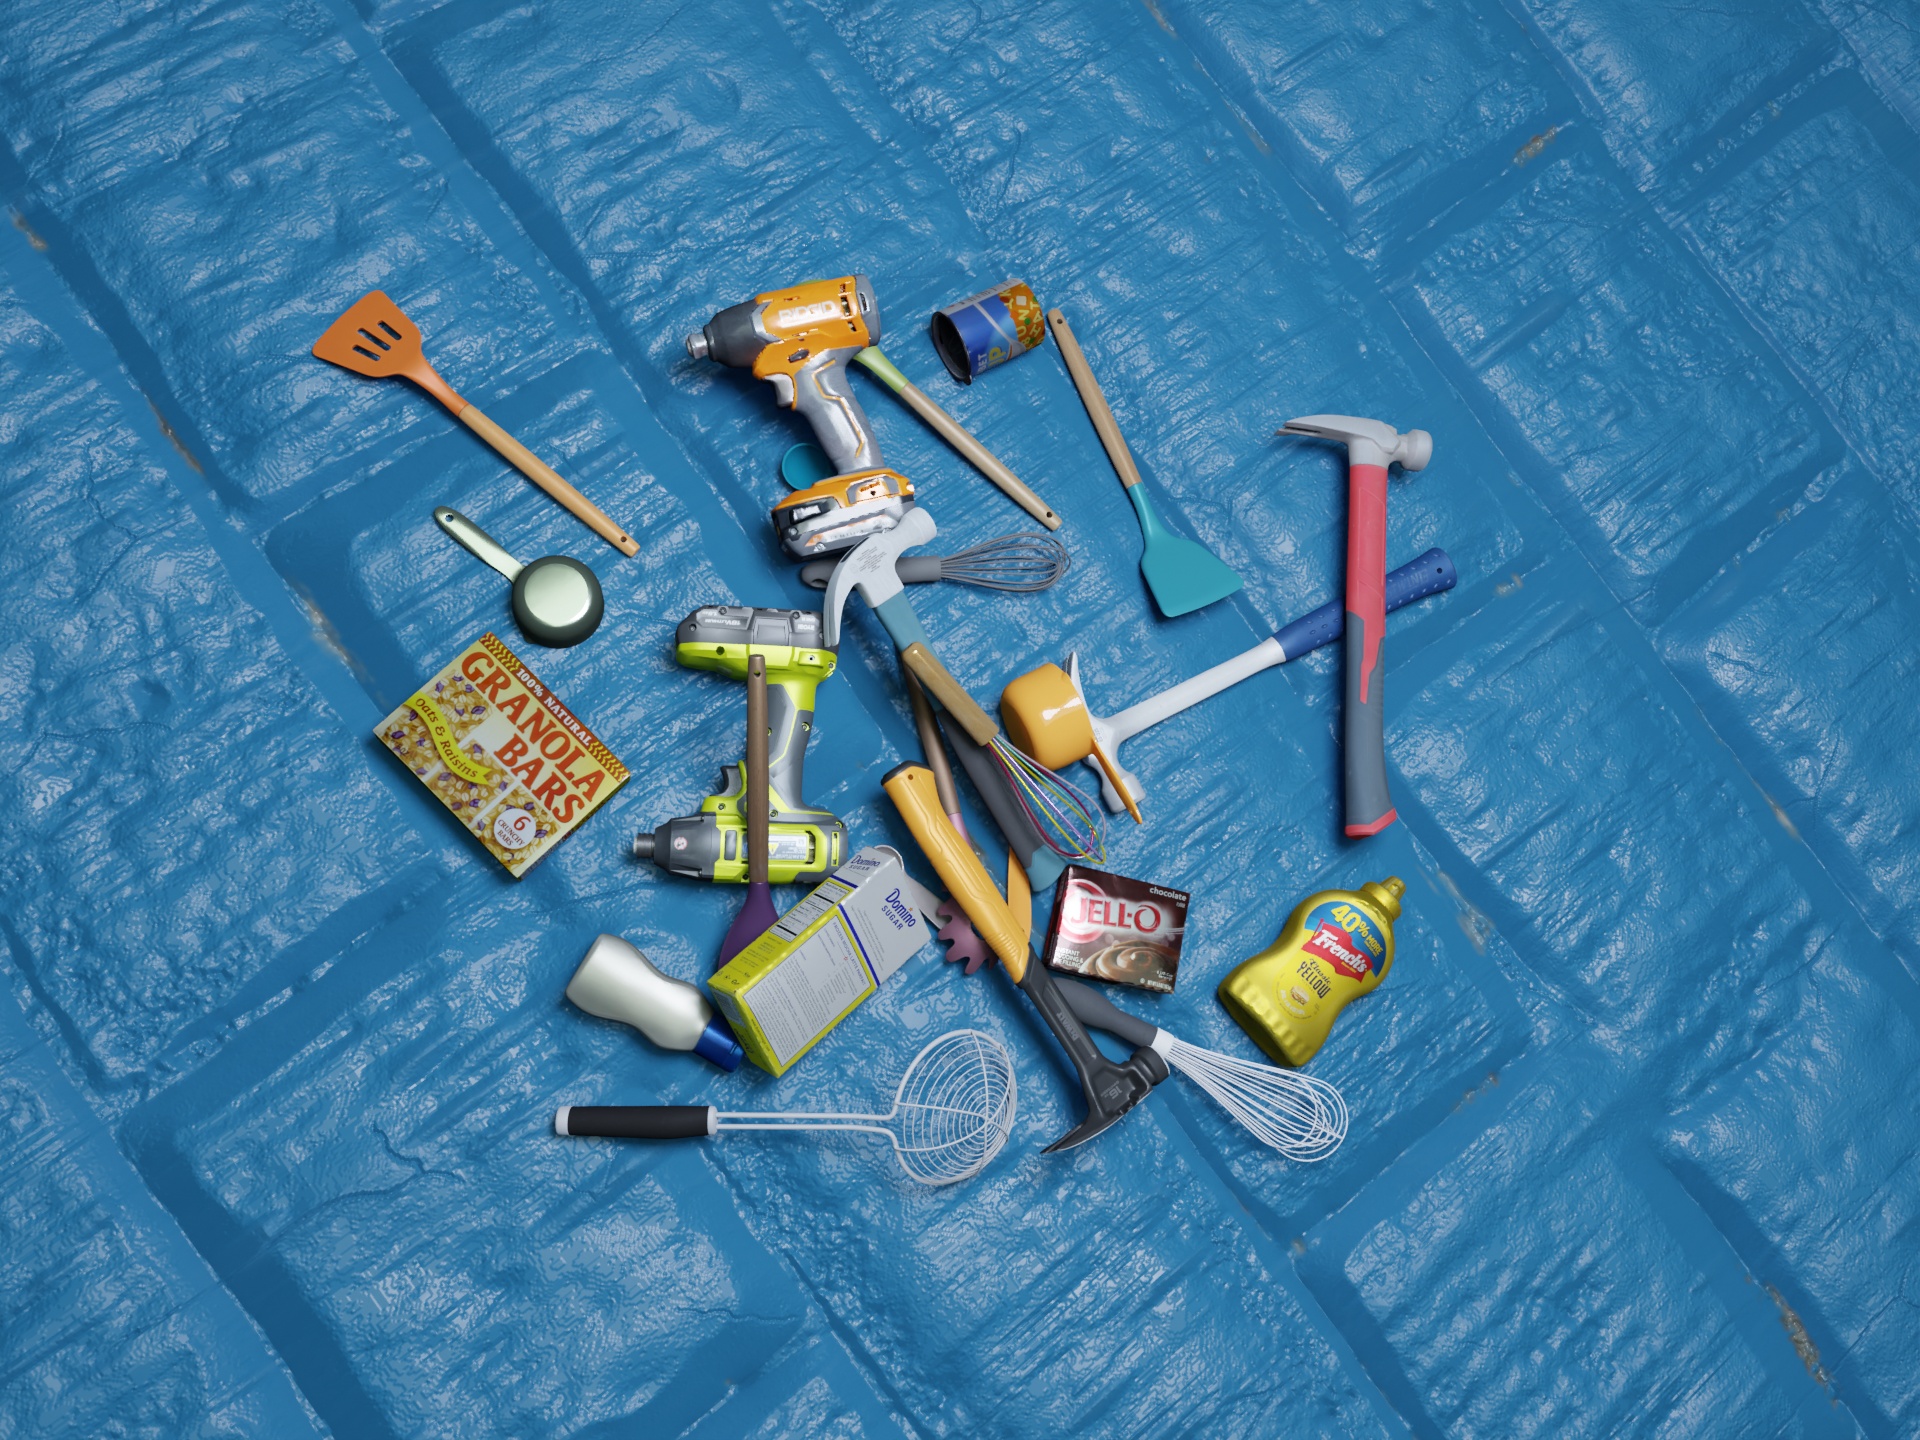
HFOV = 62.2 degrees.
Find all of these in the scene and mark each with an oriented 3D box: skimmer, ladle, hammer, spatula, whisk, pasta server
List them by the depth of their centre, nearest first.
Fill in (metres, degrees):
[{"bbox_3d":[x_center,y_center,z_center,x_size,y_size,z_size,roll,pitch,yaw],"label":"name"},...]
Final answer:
[{"bbox_3d":[-0.163,0.102,1.262,0.059,0.018,0.315,0,105,-9],"label":"spatula"},{"bbox_3d":[-0.135,0.312,1.279,0.363,0.090,0.127,0,98,-1],"label":"skimmer"},{"bbox_3d":[0.032,0.183,1.292,0.127,0.034,0.337,-31,85,-29],"label":"hammer"},{"bbox_3d":[0.038,0.029,1.309,0.245,0.051,0.047,48,52,-11],"label":"whisk"},{"bbox_3d":[-0.002,-0.004,1.328,0.128,0.033,0.331,-34,101,-18],"label":"hammer"},{"bbox_3d":[0.198,0.287,1.344,0.284,0.070,0.070,28,74,0],"label":"whisk"},{"bbox_3d":[-0.403,-0.245,1.356,0.322,0.041,0.081,40,73,-5],"label":"spatula"},{"bbox_3d":[-0.017,0.058,1.362,0.060,0.040,0.316,-8,74,-28],"label":"pasta server"},{"bbox_3d":[-0.020,-0.135,1.396,0.239,0.055,0.055,-4,79,-9],"label":"whisk"},{"bbox_3d":[0.349,-0.087,1.426,0.143,0.038,0.386,6,77,-9],"label":"hammer"},{"bbox_3d":[-0.034,-0.278,1.433,0.320,0.062,0.078,41,73,-8],"label":"ladle"},{"bbox_3d":[0.277,-0.066,1.445,0.405,0.035,0.144,-26,84,-16],"label":"hammer"},{"bbox_3d":[0.153,-0.242,1.455,0.082,0.044,0.317,-23,82,-12],"label":"spatula"}]

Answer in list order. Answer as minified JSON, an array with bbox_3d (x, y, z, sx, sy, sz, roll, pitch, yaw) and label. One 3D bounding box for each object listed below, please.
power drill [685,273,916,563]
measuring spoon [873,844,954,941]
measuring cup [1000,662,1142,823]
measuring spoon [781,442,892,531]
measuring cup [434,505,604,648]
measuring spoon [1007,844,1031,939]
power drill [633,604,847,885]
[{"bbox_3d":[-0.132,-0.253,1.351,0.164,0.084,0.226,-14,93,-10],"label":"power drill"},{"bbox_3d":[-0.034,0.153,1.347,0.124,0.018,0.034,43,60,-7],"label":"measuring spoon"},{"bbox_3d":[0.090,0.030,1.339,0.052,0.095,0.174,-23,56,-13],"label":"measuring cup"},{"bbox_3d":[-0.102,-0.201,1.412,0.128,0.021,0.042,31,86,-13],"label":"measuring spoon"},{"bbox_3d":[-0.372,-0.129,1.325,0.167,0.038,0.083,38,73,-3],"label":"measuring cup"},{"bbox_3d":[0.048,0.139,1.369,0.021,0.011,0.117,1,81,-19],"label":"measuring spoon"},{"bbox_3d":[-0.179,0.023,1.314,0.171,0.080,0.223,3,80,-12],"label":"power drill"}]
